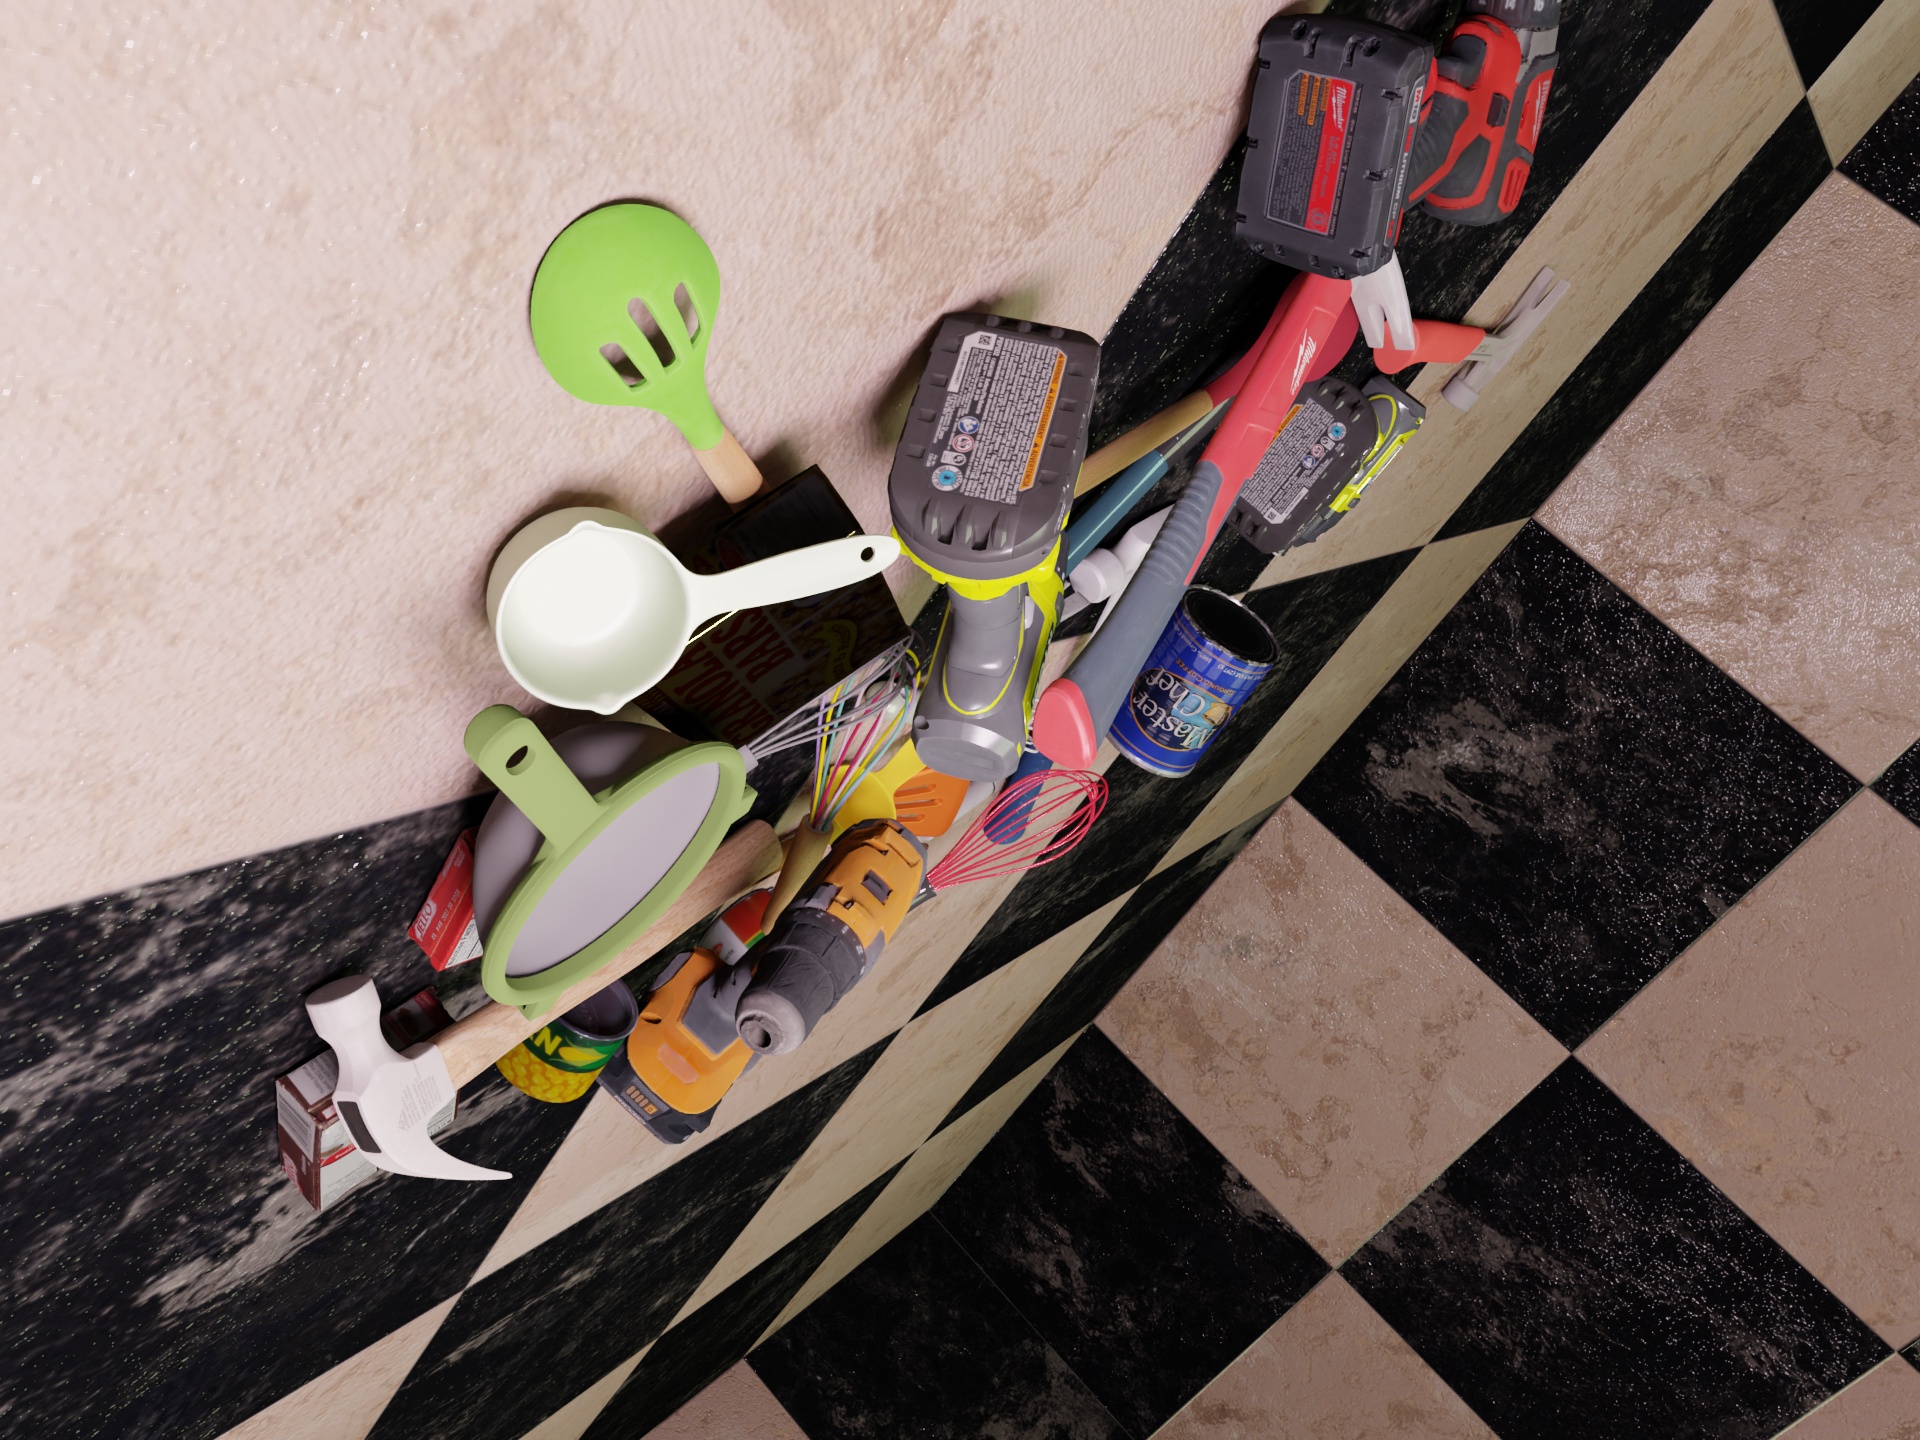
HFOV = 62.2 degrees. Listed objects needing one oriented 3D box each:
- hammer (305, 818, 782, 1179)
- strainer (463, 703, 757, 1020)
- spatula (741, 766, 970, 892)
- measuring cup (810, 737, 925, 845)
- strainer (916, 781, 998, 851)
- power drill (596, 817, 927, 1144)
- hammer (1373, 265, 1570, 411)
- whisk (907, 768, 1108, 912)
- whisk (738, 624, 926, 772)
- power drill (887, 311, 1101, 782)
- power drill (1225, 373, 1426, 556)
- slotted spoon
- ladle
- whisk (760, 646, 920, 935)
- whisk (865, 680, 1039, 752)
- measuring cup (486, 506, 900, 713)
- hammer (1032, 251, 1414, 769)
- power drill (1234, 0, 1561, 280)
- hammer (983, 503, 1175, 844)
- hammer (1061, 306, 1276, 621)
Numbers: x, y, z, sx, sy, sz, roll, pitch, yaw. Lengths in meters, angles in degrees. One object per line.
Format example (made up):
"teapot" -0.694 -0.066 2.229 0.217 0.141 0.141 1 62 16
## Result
"hammer" -0.203 0.136 0.878 0.031 0.130 0.331 -5 -163 33
"strainer" -0.173 0.033 0.665 0.151 0.069 0.256 -46 164 -14
"spatula" -0.114 0.096 1.063 0.322 0.041 0.081 -27 147 -44
"measuring cup" -0.051 0.040 1.088 0.029 0.062 0.156 -37 -177 37
"strainer" -0.032 0.085 1.236 0.087 0.050 0.258 -22 -174 35
"power drill" -0.126 0.168 0.945 0.226 0.084 0.185 -40 -172 32
"hammer" 0.436 -0.335 1.381 0.149 0.037 0.359 -55 162 27
"whisk" -0.009 0.123 1.295 0.296 0.073 0.073 -31 162 -4
"whisk" -0.117 0.019 0.869 0.239 0.055 0.055 -38 162 -13
"power drill" 0.022 -0.097 0.806 0.228 0.080 0.191 87 17 -64
"power drill" 0.285 -0.198 1.272 0.171 0.080 0.223 -53 165 22
"slotted spoon" -0.096 -0.109 0.654 0.070 0.031 0.313 -42 165 -4
"ladle" 0.128 -0.184 0.965 0.315 0.031 0.069 -34 121 -13
"whisk" -0.078 0.050 0.990 0.047 0.051 0.244 -29 151 -50
"whisk" -0.002 -0.003 1.094 0.059 0.058 0.246 -42 160 16
"measuring cup" -0.106 -0.057 0.635 0.167 0.038 0.083 -16 125 -24
"hammer" 0.152 -0.129 0.886 0.386 0.038 0.143 -59 138 -19
"power drill" 0.242 -0.335 0.816 0.227 0.080 0.187 -32 139 -39
"hammer" 0.092 -0.022 1.288 0.144 0.035 0.405 -34 160 -33
"hammer" 0.138 -0.181 1.031 0.331 0.033 0.128 -46 163 1
